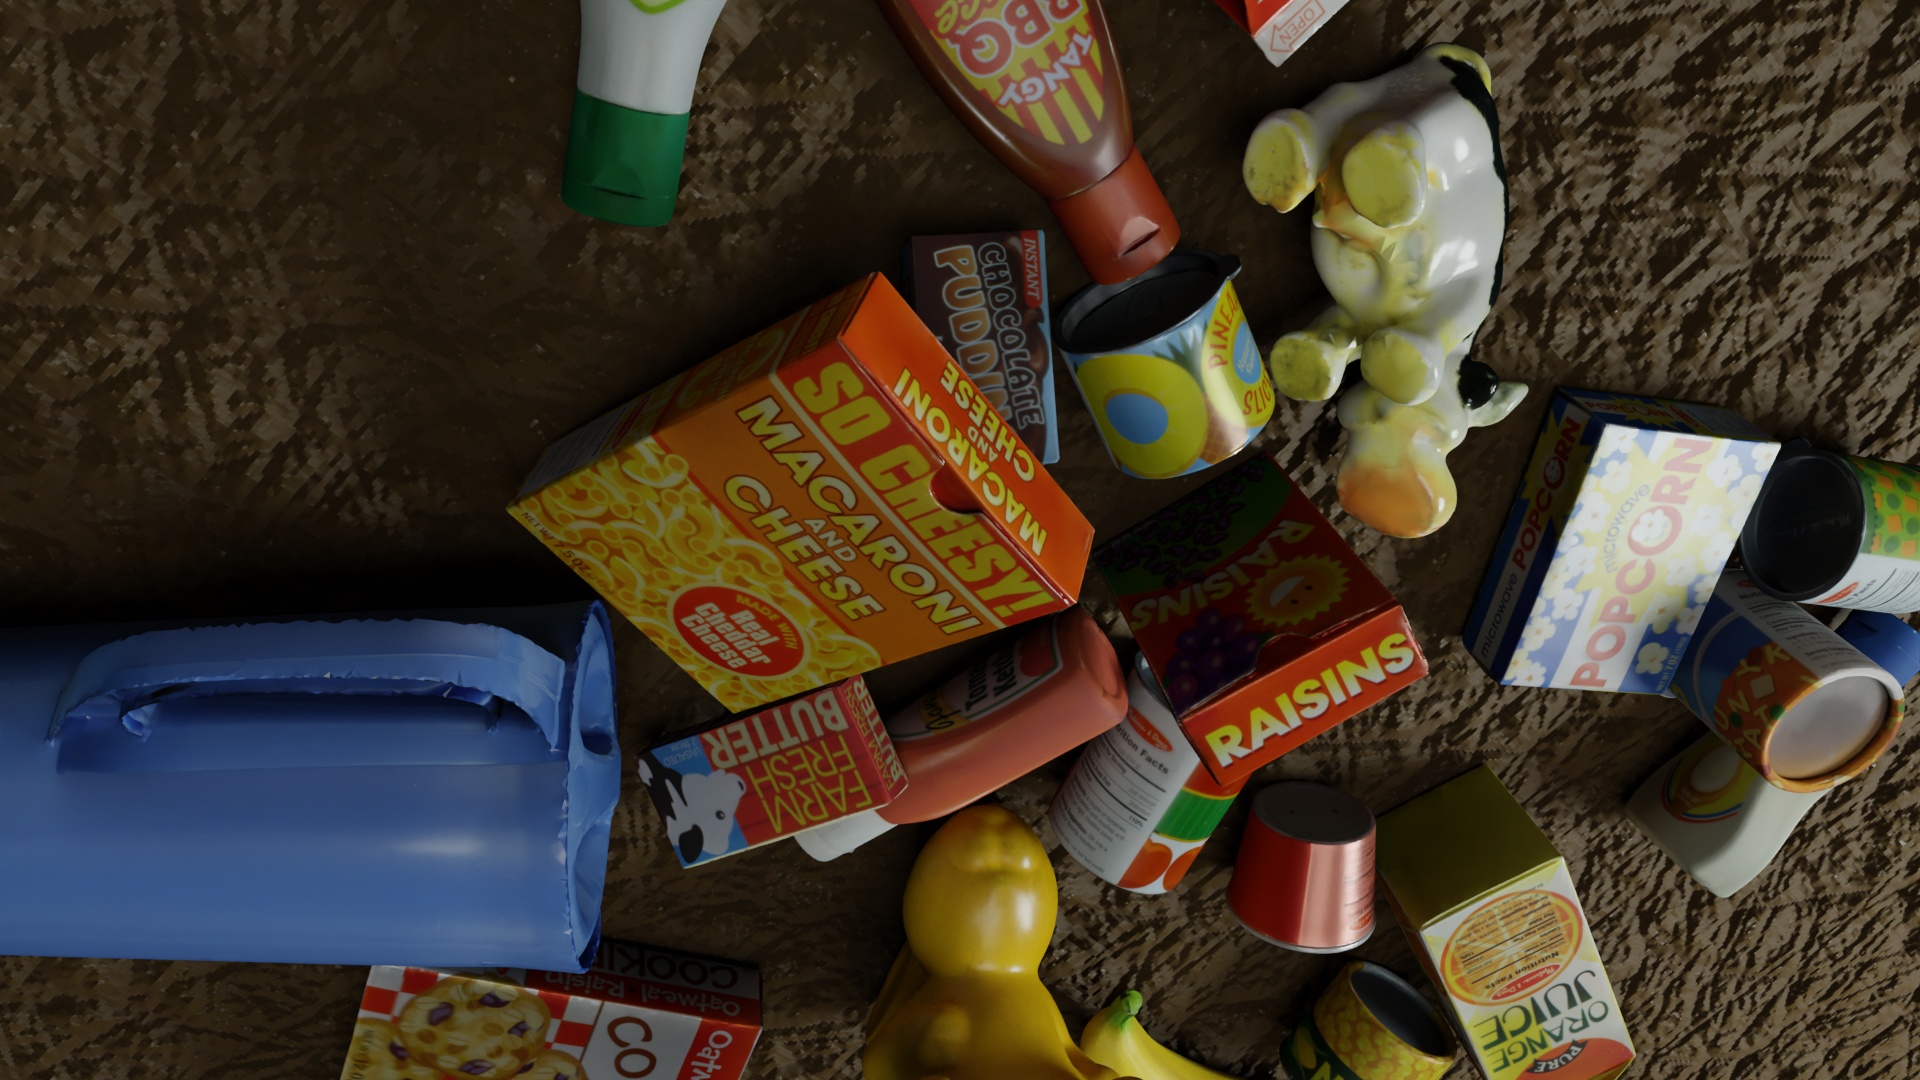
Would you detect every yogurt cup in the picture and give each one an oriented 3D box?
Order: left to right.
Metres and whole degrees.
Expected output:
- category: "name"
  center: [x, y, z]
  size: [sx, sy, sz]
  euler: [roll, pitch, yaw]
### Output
- category: "yogurt cup"
  center: [0.158, 0.146, 0.633]
  size: [0.072, 0.072, 0.053]
  euler: [-1, 110, -10]

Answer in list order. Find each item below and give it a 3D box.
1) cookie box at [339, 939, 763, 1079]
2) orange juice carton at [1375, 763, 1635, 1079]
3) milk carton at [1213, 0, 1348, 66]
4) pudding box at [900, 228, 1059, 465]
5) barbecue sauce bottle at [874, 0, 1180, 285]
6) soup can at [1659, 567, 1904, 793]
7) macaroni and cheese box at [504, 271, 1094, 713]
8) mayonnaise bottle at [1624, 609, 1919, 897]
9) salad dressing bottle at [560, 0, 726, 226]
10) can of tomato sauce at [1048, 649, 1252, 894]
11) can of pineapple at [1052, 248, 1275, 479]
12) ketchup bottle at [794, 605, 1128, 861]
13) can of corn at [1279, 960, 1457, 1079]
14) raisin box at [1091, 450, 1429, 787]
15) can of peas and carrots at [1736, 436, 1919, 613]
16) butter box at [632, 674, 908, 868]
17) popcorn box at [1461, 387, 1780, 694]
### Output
- category: "cookie box"
  center: [-0.187, 0.235, 0.627]
  size: [0.167, 0.040, 0.122]
  euler: [16, 113, -17]
- category: "orange juice carton"
  center: [0.269, 0.210, 0.681]
  size: [0.073, 0.072, 0.192]
  euler: [-28, 118, 5]
- category: "milk carton"
  center: [0.067, -0.236, 0.410]
  size: [0.072, 0.074, 0.190]
  euler: [-42, 117, 12]
- category: "pudding box"
  center: [0.007, -0.066, 0.494]
  size: [0.050, 0.030, 0.083]
  euler: [-4, 93, -9]
- category: "barbecue sauce bottle"
  center: [0.025, -0.154, 0.461]
  size: [0.065, 0.044, 0.148]
  euler: [-35, 118, 1]
- category: "soup can"
  center: [0.355, 0.063, 0.614]
  size: [0.071, 0.084, 0.071]
  euler: [-5, 119, -8]
- category: "macaroni and cheese box"
  center: [-0.057, -0.006, 0.482]
  size: [0.166, 0.040, 0.123]
  euler: [-20, 125, 35]
- category: "mayonnaise bottle"
  center: [0.385, 0.095, 0.651]
  size: [0.041, 0.065, 0.148]
  euler: [34, 103, -20]
- category: "salad dressing bottle"
  center: [-0.095, -0.173, 0.429]
  size: [0.064, 0.044, 0.147]
  euler: [9, 115, -15]
- category: "can of tomato sauce"
  center: [0.086, 0.098, 0.592]
  size: [0.071, 0.071, 0.082]
  euler: [19, 113, -19]
- category: "can of pineapple"
  center: [0.076, -0.064, 0.504]
  size: [0.071, 0.071, 0.057]
  euler: [-27, 120, 4]
- category: "ketchup bottle"
  center: [-0.004, 0.084, 0.572]
  size: [0.148, 0.065, 0.043]
  euler: [-32, 108, 16]
- category: "can of corn"
  center: [0.204, 0.255, 0.693]
  size: [0.071, 0.071, 0.058]
  euler: [23, 110, -21]
- category: "raisin box"
  center: [0.108, 0.025, 0.525]
  size: [0.086, 0.124, 0.040]
  euler: [-29, 119, 6]
- category: "can of peas and carrots"
  center: [0.381, -0.006, 0.596]
  size: [0.059, 0.071, 0.070]
  euler: [7, 116, -14]
- category: "butter box"
  center: [-0.076, 0.091, 0.554]
  size: [0.103, 0.024, 0.053]
  euler: [-22, 95, 23]
- category: "popcorn box"
  center: [0.279, 0.003, 0.595]
  size: [0.085, 0.038, 0.126]
  euler: [5, 116, -13]
